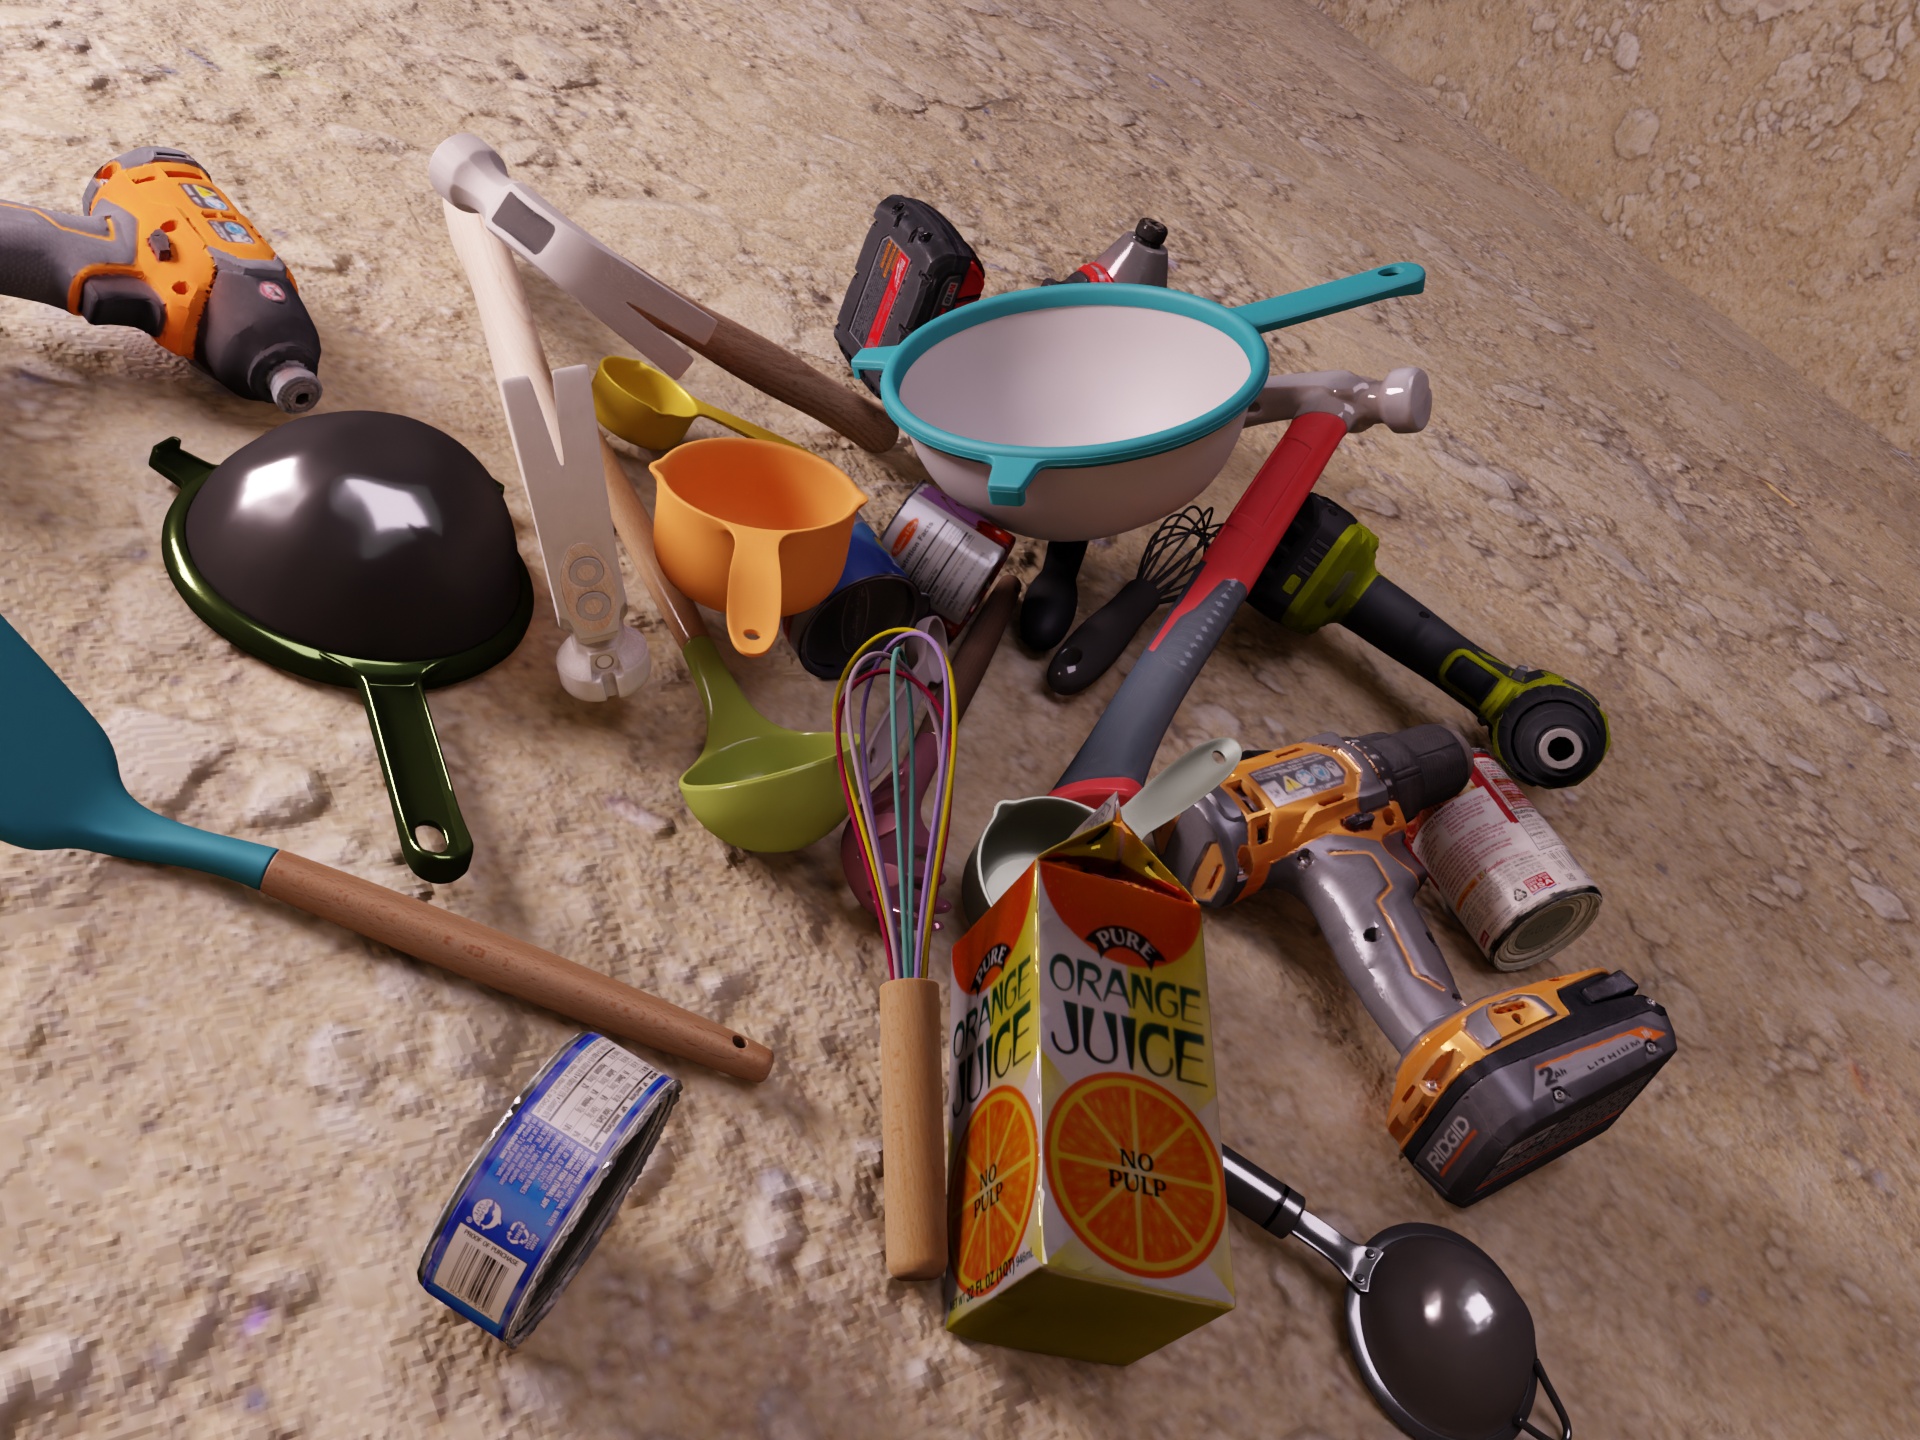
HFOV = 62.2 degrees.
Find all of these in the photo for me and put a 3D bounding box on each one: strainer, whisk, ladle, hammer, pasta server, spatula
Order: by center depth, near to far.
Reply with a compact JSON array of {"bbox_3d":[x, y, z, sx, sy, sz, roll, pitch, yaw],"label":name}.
[{"bbox_3d":[-0.206,0.054,0.537,0.317,0.044,0.082,24,33,-10],"label":"spatula"},{"bbox_3d":[-0.022,0.077,0.585,0.047,0.051,0.245,0,66,-6],"label":"whisk"},{"bbox_3d":[0.132,0.195,0.613,0.258,0.050,0.087,32,49,9],"label":"strainer"},{"bbox_3d":[-0.225,-0.050,0.631,0.151,0.069,0.257,2,42,-35],"label":"strainer"},{"bbox_3d":[-0.129,-0.059,0.728,0.078,0.062,0.321,-16,49,-21],"label":"ladle"},{"bbox_3d":[-0.215,-0.186,0.763,0.038,0.146,0.411,-14,42,-14],"label":"hammer"},{"bbox_3d":[-0.001,-0.002,0.765,0.040,0.060,0.316,-11,25,20],"label":"pasta server"},{"bbox_3d":[-0.115,-0.189,0.807,0.130,0.031,0.331,42,12,22],"label":"hammer"},{"bbox_3d":[0.129,-0.077,0.864,0.143,0.038,0.386,4,43,37],"label":"hammer"},{"bbox_3d":[0.122,-0.181,0.910,0.340,0.095,0.211,-20,39,-18],"label":"strainer"},{"bbox_3d":[0.108,-0.070,0.926,0.055,0.055,0.239,36,39,9],"label":"whisk"},{"bbox_3d":[0.071,-0.127,0.965,0.070,0.070,0.285,26,40,-6],"label":"whisk"}]

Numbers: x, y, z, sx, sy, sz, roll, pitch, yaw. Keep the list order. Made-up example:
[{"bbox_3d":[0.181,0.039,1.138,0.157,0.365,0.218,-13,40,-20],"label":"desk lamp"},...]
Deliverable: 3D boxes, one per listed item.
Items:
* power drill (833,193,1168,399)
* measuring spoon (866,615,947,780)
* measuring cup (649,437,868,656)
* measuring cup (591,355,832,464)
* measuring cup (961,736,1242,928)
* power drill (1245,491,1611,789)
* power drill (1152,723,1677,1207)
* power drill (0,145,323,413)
[{"bbox_3d":[0.040,-0.272,1.045,0.219,0.143,0.079,-4,44,-36],"label":"power drill"},{"bbox_3d":[-0.032,-0.010,0.768,0.018,0.034,0.124,1,34,20],"label":"measuring spoon"},{"bbox_3d":[-0.089,-0.058,0.670,0.095,0.052,0.174,7,35,-11],"label":"measuring cup"},{"bbox_3d":[-0.134,-0.155,0.879,0.156,0.029,0.062,19,28,-36],"label":"measuring cup"},{"bbox_3d":[0.068,0.055,0.709,0.167,0.038,0.083,-32,75,-36],"label":"measuring cup"},{"bbox_3d":[0.282,-0.040,0.948,0.228,0.080,0.190,37,14,11],"label":"power drill"},{"bbox_3d":[0.223,0.093,0.748,0.185,0.084,0.226,-15,51,-29],"label":"power drill"},{"bbox_3d":[-0.393,-0.185,0.674,0.164,0.084,0.226,47,34,22],"label":"power drill"}]
